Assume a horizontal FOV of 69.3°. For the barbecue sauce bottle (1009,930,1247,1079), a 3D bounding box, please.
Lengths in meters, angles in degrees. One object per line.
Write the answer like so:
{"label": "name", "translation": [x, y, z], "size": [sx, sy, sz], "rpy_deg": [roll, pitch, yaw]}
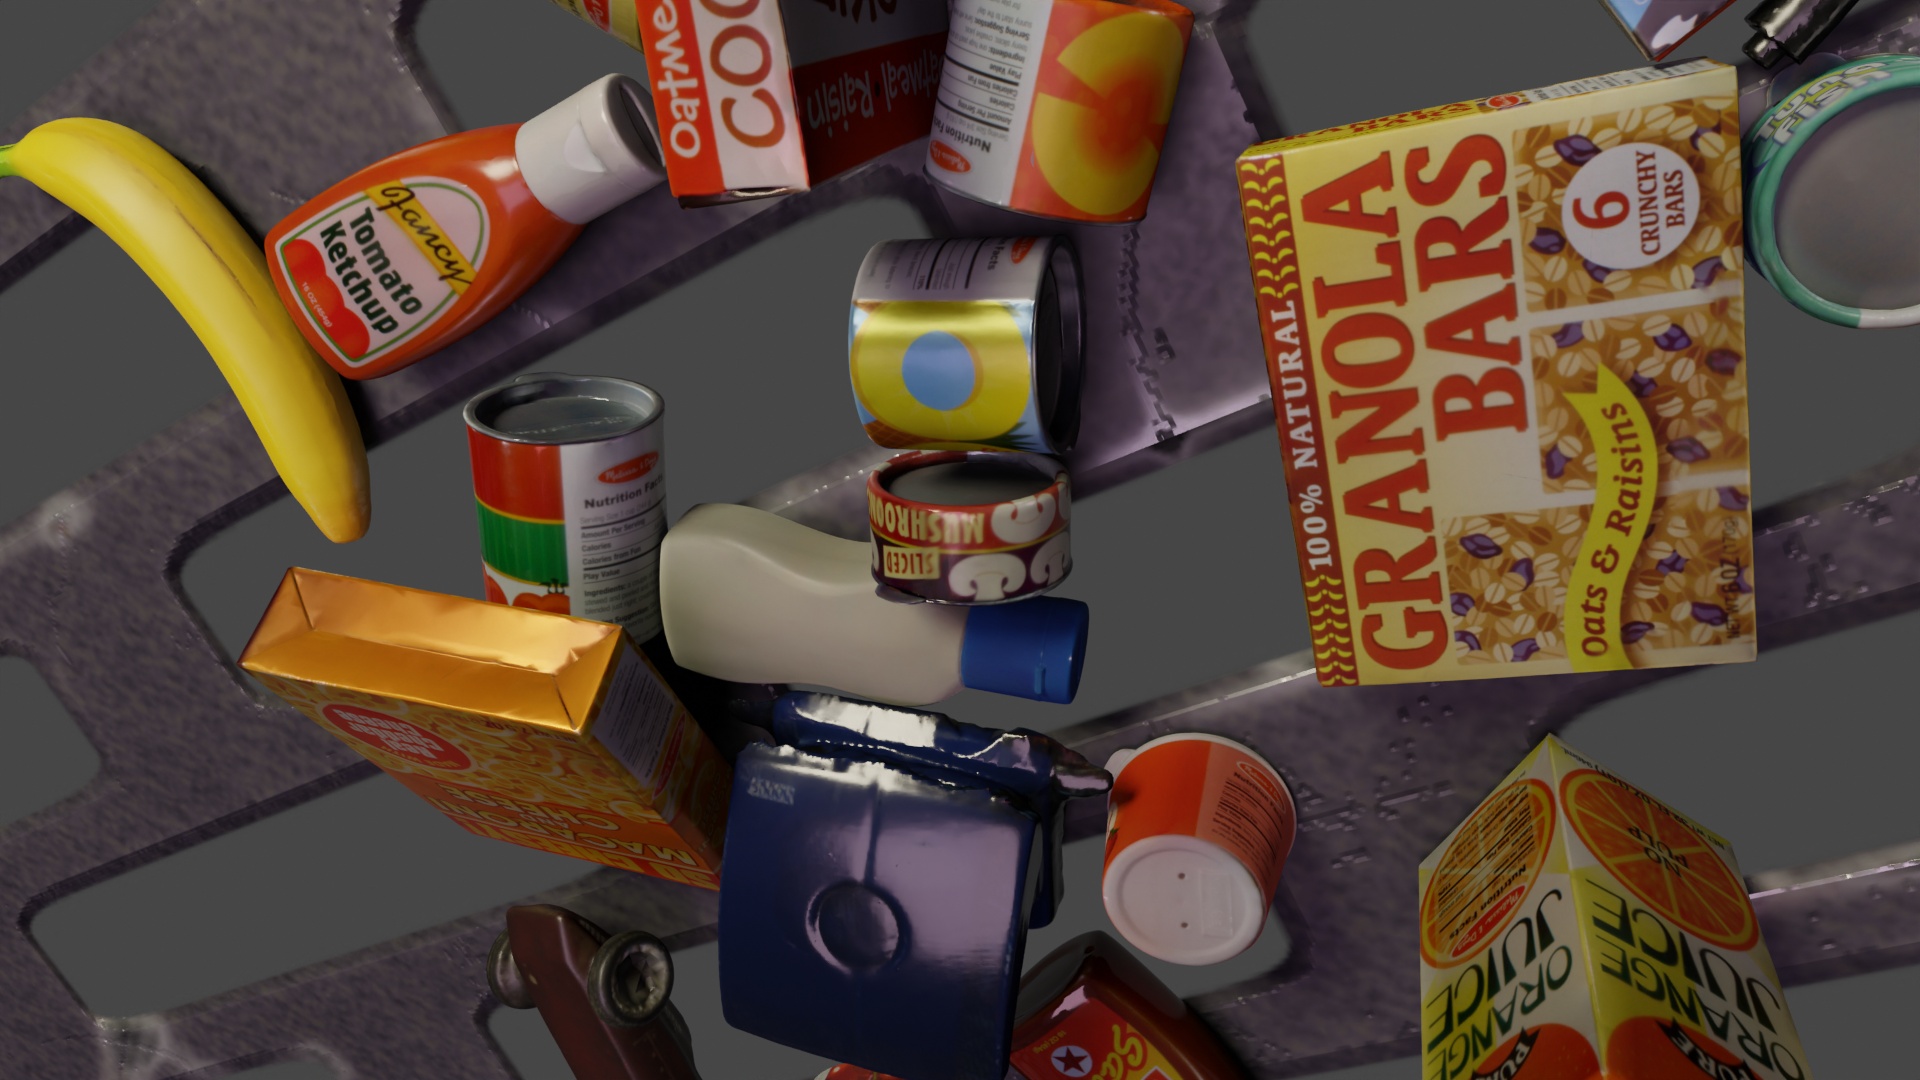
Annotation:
{"label": "barbecue sauce bottle", "translation": [0.084, 0.219, 0.535], "size": [0.148, 0.044, 0.064], "rpy_deg": [44, 118, -5]}

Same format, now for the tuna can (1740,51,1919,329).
{"label": "tuna can", "translation": [0.235, -0.091, 0.357], "size": [0.071, 0.033, 0.070], "rpy_deg": [7, 115, 14]}

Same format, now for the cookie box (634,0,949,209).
{"label": "cookie box", "translation": [-0.045, -0.181, 0.355], "size": [0.040, 0.123, 0.166], "rpy_deg": [1, 113, 18]}

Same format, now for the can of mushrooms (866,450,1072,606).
{"label": "can of mushrooms", "translation": [0.002, -0.006, 0.447], "size": [0.071, 0.071, 0.033], "rpy_deg": [5, 113, 15]}

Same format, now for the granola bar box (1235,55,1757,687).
{"label": "granola bar box", "translation": [0.155, -0.042, 0.401], "size": [0.124, 0.039, 0.165], "rpy_deg": [-6, 111, 19]}

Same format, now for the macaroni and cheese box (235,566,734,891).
{"label": "macaroni and cheese box", "translation": [-0.152, 0.073, 0.498], "size": [0.124, 0.040, 0.165], "rpy_deg": [9, 152, 14]}

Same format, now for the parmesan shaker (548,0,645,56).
{"label": "parmesan shaker", "translation": [-0.117, -0.196, 0.402], "size": [0.103, 0.071, 0.071], "rpy_deg": [31, 119, 3]}

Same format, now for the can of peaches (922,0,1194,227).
{"label": "can of peaches", "translation": [0.029, -0.126, 0.390], "size": [0.071, 0.071, 0.057], "rpy_deg": [17, 117, 10]}

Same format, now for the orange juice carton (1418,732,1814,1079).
{"label": "orange juice carton", "translation": [0.180, 0.146, 0.387], "size": [0.072, 0.193, 0.072], "rpy_deg": [31, 120, 1]}

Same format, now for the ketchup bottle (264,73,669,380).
{"label": "ketchup bottle", "translation": [-0.164, -0.109, 0.470], "size": [0.148, 0.044, 0.064], "rpy_deg": [-20, 105, 24]}

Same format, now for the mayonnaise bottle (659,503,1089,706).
{"label": "mayonnaise bottle", "translation": [-0.031, 0.027, 0.489], "size": [0.148, 0.041, 0.064], "rpy_deg": [9, 123, 12]}

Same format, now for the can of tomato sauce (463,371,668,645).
{"label": "can of tomato sauce", "translation": [-0.138, -0.010, 0.493], "size": [0.071, 0.071, 0.082], "rpy_deg": [10, 116, 13]}

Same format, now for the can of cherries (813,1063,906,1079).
{"label": "can of cherries", "translation": [-0.043, 0.268, 0.589], "size": [0.071, 0.059, 0.071], "rpy_deg": [6, 114, 15]}

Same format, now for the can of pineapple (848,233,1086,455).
{"label": "can of pineapple", "translation": [0.004, -0.058, 0.426], "size": [0.058, 0.071, 0.070], "rpy_deg": [3, 114, 17]}

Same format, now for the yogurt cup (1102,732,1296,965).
{"label": "yogurt cup", "translation": [0.081, 0.109, 0.482], "size": [0.072, 0.054, 0.072], "rpy_deg": [6, 115, 14]}

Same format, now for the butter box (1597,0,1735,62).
{"label": "butter box", "translation": [0.164, -0.177, 0.346], "size": [0.053, 0.024, 0.103], "rpy_deg": [-39, 97, 28]}
